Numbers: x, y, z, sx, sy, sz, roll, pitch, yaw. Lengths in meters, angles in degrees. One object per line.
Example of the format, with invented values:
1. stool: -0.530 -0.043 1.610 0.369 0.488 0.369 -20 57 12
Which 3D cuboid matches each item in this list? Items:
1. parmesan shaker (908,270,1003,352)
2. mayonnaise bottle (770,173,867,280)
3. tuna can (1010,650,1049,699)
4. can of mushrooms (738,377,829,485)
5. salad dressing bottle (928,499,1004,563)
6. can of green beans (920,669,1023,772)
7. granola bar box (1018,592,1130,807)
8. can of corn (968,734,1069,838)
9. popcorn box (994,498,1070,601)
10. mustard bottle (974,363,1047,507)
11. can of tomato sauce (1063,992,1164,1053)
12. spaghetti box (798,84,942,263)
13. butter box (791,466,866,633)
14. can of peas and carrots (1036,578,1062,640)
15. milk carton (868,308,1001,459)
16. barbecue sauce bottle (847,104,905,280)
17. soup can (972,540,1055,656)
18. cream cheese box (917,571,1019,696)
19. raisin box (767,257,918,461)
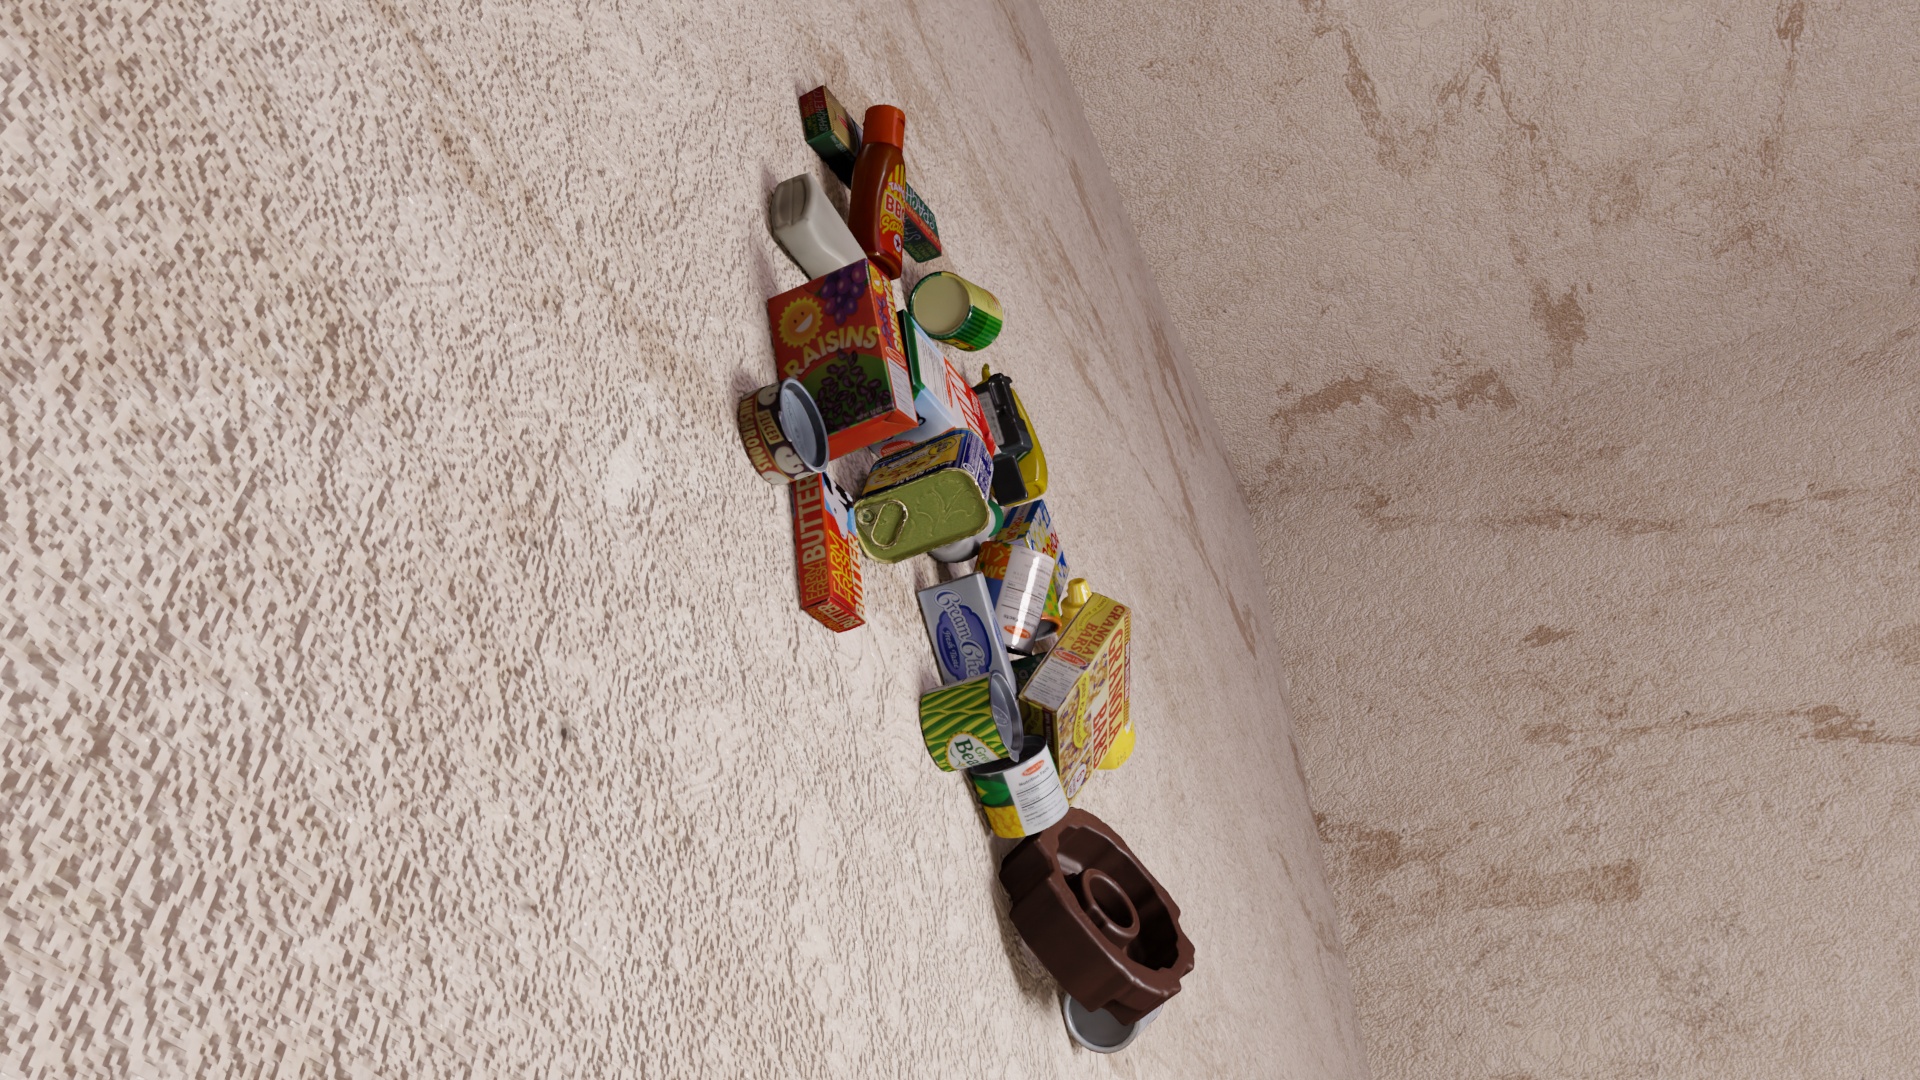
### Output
1. parmesan shaker: -0.006 -0.226 1.363 0.103 0.071 0.071 -2 75 -72
2. mayonnaise bottle: -0.099 -0.220 1.107 0.147 0.041 0.065 53 27 -50
3. tuna can: 0.057 0.119 1.208 0.071 0.071 0.033 11 63 -71
4. can of mushrooms: -0.117 -0.071 0.912 0.071 0.033 0.071 -18 91 -73
5. salad dressing bottle: 0.004 -0.015 1.218 0.148 0.044 0.064 -14 92 -74
6. can of green beans: 0.009 0.137 1.051 0.071 0.058 0.071 -19 91 -73
7. granola bar box: 0.099 0.142 1.177 0.125 0.039 0.164 -50 151 -32
8. can of corn: 0.045 0.194 1.100 0.071 0.071 0.058 -52 123 -70
9. popcorn box: 0.073 0.018 1.405 0.127 0.038 0.085 -59 130 -68
10. mustard bottle: 0.041 -0.114 1.405 0.048 0.065 0.161 50 21 -63
11. can of tomato sauce: 0.127 0.384 1.157 0.083 0.071 0.071 10 63 -68
12. spaghetti box: -0.079 -0.336 1.305 0.249 0.028 0.050 35 41 -63
13. butter box: -0.089 0.006 0.935 0.053 0.024 0.104 47 30 -56
14. can of peas and carrots: 0.054 0.056 1.263 0.071 0.071 0.059 38 38 -62
15. milk carton: -0.033 -0.102 1.140 0.190 0.072 0.074 43 34 -56
16. barbecue sauce bottle: -0.071 -0.305 1.210 0.065 0.043 0.149 35 56 -66
17. soup can: 0.037 0.049 1.167 0.071 0.071 0.084 34 69 -64
18. cream cheese box: 0.006 0.081 1.107 0.024 0.053 0.104 -2 75 -77
19. raisin box: -0.085 -0.126 0.977 0.040 0.086 0.124 30 45 -59
